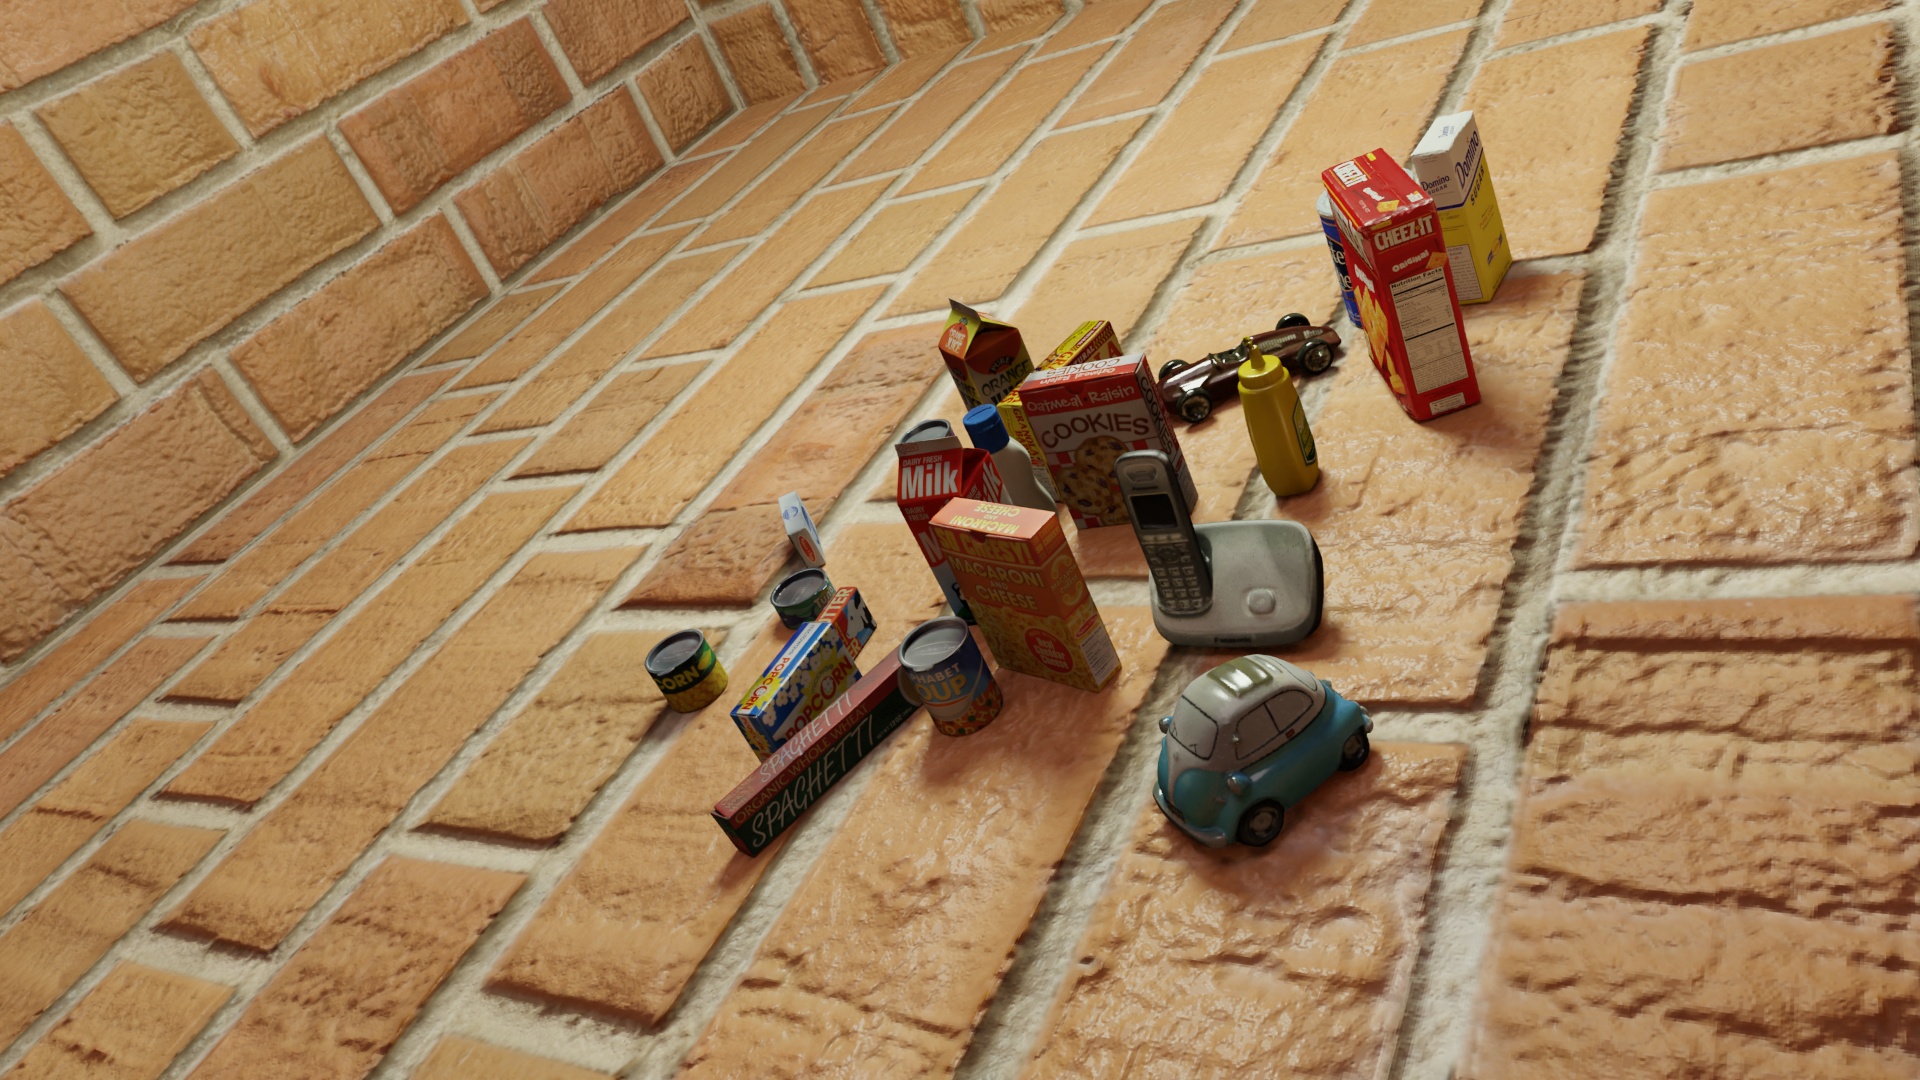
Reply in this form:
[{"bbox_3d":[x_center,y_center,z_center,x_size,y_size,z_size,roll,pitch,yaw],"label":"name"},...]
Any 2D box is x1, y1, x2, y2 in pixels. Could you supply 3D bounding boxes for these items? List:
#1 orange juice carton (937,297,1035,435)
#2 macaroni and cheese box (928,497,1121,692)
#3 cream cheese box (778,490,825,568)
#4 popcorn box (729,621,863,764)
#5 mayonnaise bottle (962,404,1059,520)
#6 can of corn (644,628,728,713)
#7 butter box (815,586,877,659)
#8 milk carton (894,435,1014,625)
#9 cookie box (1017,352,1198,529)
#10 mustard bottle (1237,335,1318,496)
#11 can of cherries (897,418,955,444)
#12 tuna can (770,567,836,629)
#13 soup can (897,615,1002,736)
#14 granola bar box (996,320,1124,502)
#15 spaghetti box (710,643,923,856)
[{"bbox_3d":[0.038,-0.179,1.534,0.073,0.192,0.072,-32,30,-11],"label":"orange juice carton"},{"bbox_3d":[0.055,0.046,1.185,0.123,0.165,0.040,10,45,46],"label":"macaroni and cheese box"},{"bbox_3d":[-0.180,-0.012,1.576,0.024,0.053,0.104,-26,29,0],"label":"cream cheese box"},{"bbox_3d":[-0.144,0.146,1.262,0.038,0.085,0.127,-1,37,37],"label":"popcorn box"},{"bbox_3d":[0.046,-0.066,1.391,0.065,0.147,0.041,-29,29,-5],"label":"mayonnaise bottle"},{"bbox_3d":[-0.279,0.134,1.412,0.071,0.058,0.071,-19,30,12],"label":"can of corn"},{"bbox_3d":[-0.122,0.097,1.356,0.024,0.053,0.104,-4,36,34],"label":"butter box"},{"bbox_3d":[0.005,-0.016,1.300,0.072,0.189,0.074,-7,34,31],"label":"milk carton"},{"bbox_3d":[0.143,-0.092,1.339,0.123,0.166,0.040,-7,34,30],"label":"cookie box"},{"bbox_3d":[0.288,-0.118,1.275,0.049,0.159,0.066,-9,33,28],"label":"mustard bottle"},{"bbox_3d":[-0.031,-0.099,1.596,0.071,0.058,0.072,-19,30,12],"label":"can of cherries"},{"bbox_3d":[-0.162,0.061,1.466,0.071,0.032,0.071,-19,30,12],"label":"tuna can"},{"bbox_3d":[-0.009,0.119,1.201,0.071,0.083,0.072,-19,30,12],"label":"soup can"},{"bbox_3d":[0.121,-0.138,1.474,0.039,0.123,0.166,7,43,45],"label":"granola bar box"},{"bbox_3d":[-0.108,0.175,1.222,0.251,0.050,0.029,-40,32,-24],"label":"spaghetti box"}]
